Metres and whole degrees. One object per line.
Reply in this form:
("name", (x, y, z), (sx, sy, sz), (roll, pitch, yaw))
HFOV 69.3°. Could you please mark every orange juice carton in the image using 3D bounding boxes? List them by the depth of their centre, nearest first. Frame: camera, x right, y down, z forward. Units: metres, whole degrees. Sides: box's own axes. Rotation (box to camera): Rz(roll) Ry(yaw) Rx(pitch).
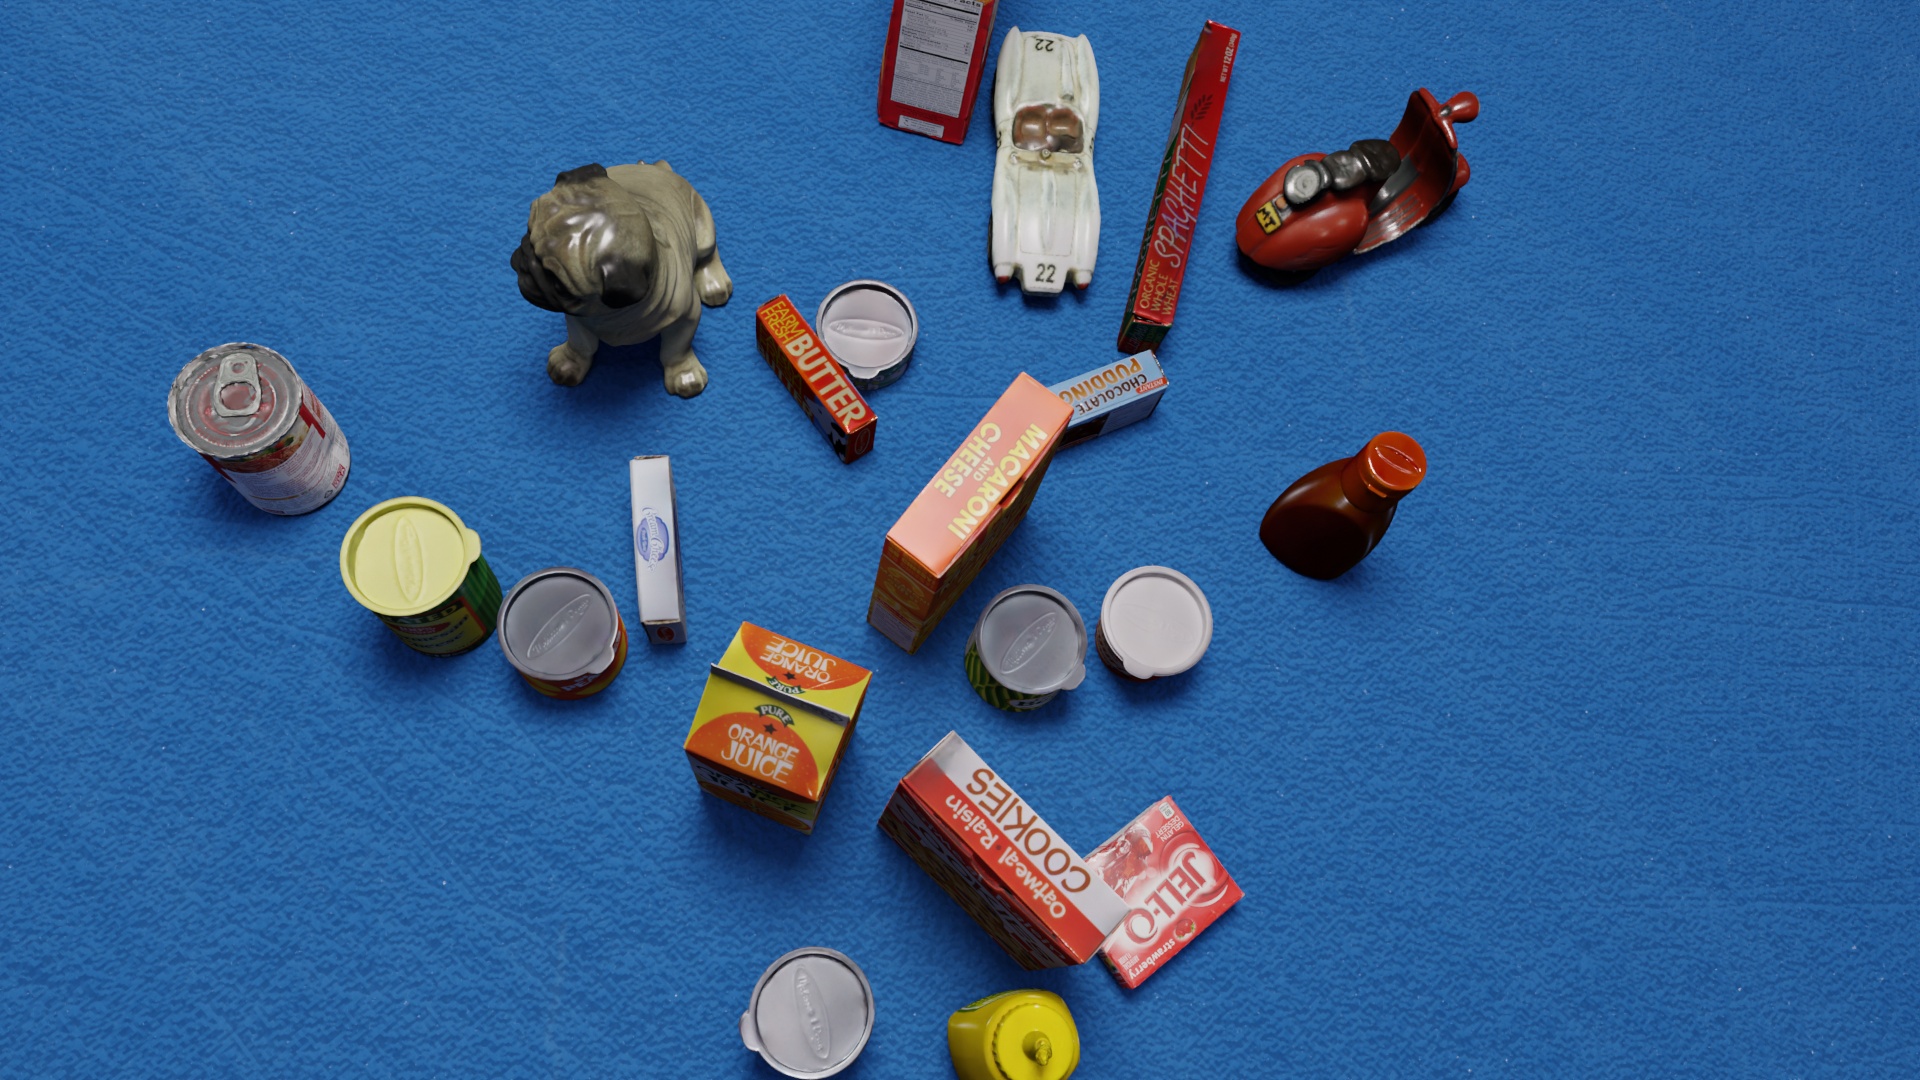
("orange juice carton", (-0.096, 0.099, 0.734), (0.072, 0.192, 0.073), (22, 70, 0))

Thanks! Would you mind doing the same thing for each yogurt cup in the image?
("yogurt cup", (0.115, 0.055, 0.851), (0.072, 0.053, 0.072), (2, 71, -7))

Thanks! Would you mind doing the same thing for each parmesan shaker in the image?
("parmesan shaker", (-0.296, 0.023, 0.781), (0.071, 0.102, 0.071), (2, 71, -7))

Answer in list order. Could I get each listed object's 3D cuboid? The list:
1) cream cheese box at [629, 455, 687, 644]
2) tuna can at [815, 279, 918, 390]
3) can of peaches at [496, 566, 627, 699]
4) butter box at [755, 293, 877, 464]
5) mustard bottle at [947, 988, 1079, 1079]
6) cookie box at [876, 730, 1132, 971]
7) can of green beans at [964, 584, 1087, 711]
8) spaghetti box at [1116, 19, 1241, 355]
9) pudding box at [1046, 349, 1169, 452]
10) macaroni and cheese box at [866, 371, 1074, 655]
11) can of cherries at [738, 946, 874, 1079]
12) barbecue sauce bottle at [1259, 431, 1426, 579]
("cream cheese box", (-0.180, 0.006, 0.829), (0.024, 0.053, 0.104), (-5, 72, -9))
("tuna can", (-0.062, -0.131, 0.902), (0.071, 0.032, 0.071), (2, 71, -7))
("can of peaches", (-0.227, 0.056, 0.803), (0.071, 0.058, 0.071), (2, 71, -7))
("butter box", (-0.092, -0.101, 0.877), (0.024, 0.053, 0.103), (-34, 79, -16))
("mustard bottle", (0.032, 0.258, 0.714), (0.065, 0.159, 0.049), (-13, 74, -11))
("cookie box", (0.016, 0.171, 0.738), (0.123, 0.167, 0.040), (44, 72, 8))
("can of green beans", (0.038, 0.066, 0.835), (0.071, 0.057, 0.071), (2, 71, -7))
("spaghetti box", (0.151, -0.244, 0.961), (0.029, 0.050, 0.251), (16, 70, -2))
("pudding box", (0.088, -0.088, 0.899), (0.084, 0.049, 0.030), (-22, 76, -14))
("macaroni and cheese box", (0.003, -0.010, 0.799), (0.040, 0.166, 0.124), (37, 71, 5))
("can of cherries", (-0.084, 0.256, 0.754), (0.071, 0.058, 0.071), (2, 71, -7))
("barbecue sauce bottle", (0.234, -0.021, 0.843), (0.065, 0.148, 0.044), (33, 71, 4))
